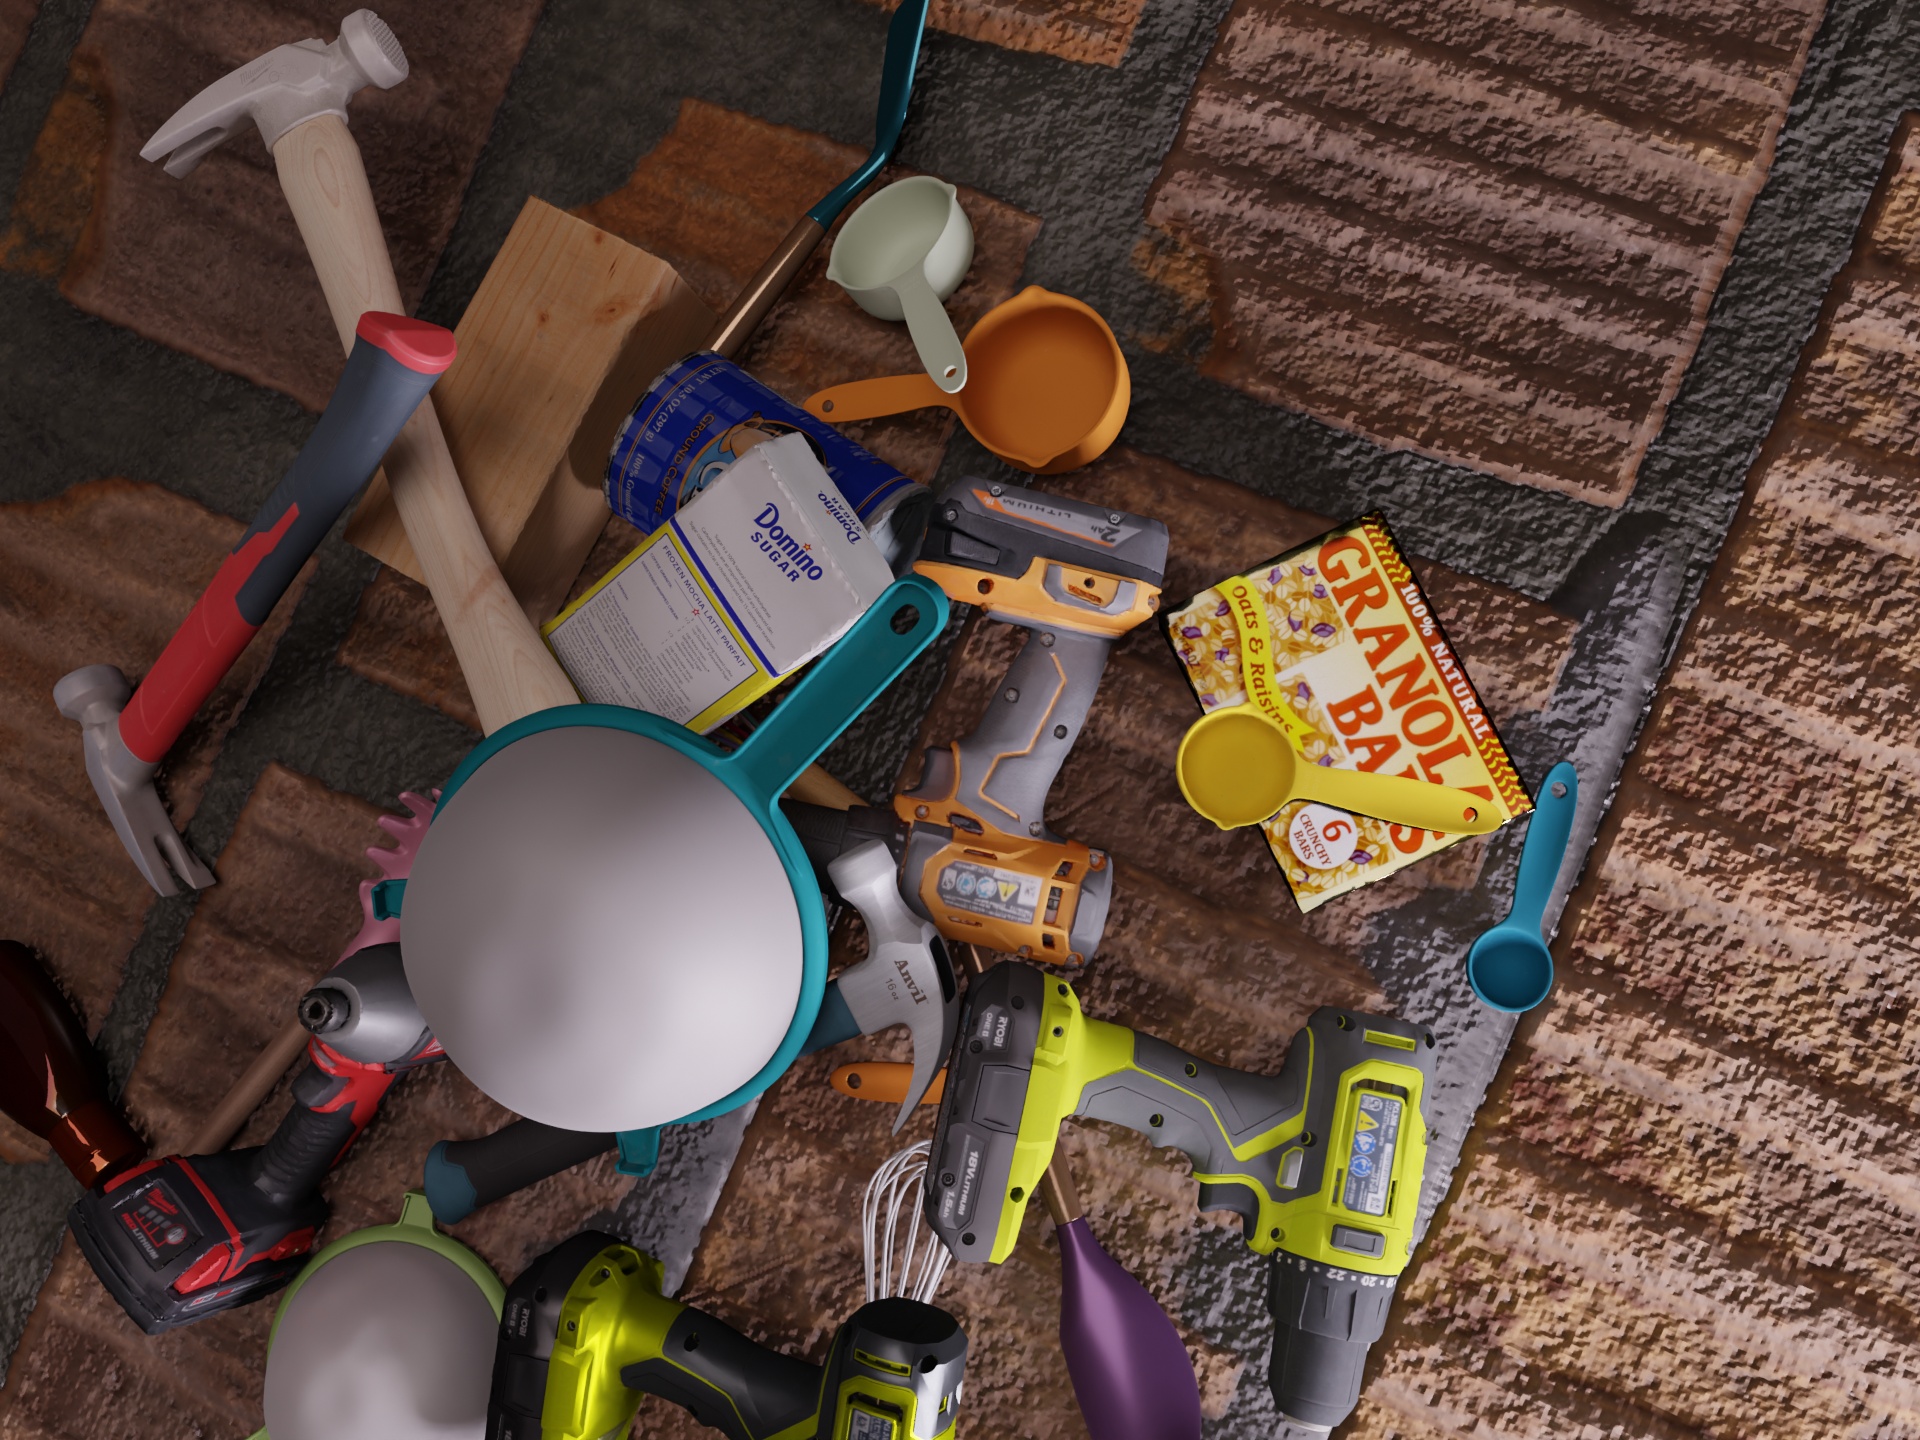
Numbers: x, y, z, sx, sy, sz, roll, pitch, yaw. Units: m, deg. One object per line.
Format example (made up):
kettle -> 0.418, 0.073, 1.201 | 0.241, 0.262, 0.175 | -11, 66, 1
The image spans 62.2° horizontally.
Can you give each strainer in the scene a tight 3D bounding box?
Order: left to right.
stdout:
strainer -> -0.353, 0.375, 0.833 | 0.256, 0.069, 0.151 | -33, 79, 3
strainer -> -0.131, 0.064, 0.687 | 0.211, 0.095, 0.340 | 46, 115, 1

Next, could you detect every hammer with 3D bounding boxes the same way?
hammer -> -0.354, -0.056, 0.808 | 0.386, 0.038, 0.143 | -39, 77, 33
hammer -> -0.292, -0.155, 0.806 | 0.146, 0.038, 0.411 | -24, 80, 9
hammer -> -0.144, 0.181, 0.795 | 0.331, 0.033, 0.128 | -27, 92, 21

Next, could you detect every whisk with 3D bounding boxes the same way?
whisk -> -0.116, 0.011, 0.846 | 0.245, 0.047, 0.051 | 37, 90, 8
whisk -> -0.039, 0.331, 0.799 | 0.058, 0.059, 0.246 | 11, 90, 48

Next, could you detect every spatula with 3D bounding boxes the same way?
spatula -> -0.103, -0.254, 0.857 | 0.044, 0.082, 0.317 | 37, 88, -20
spatula -> 0.048, 0.227, 0.805 | 0.060, 0.018, 0.316 | -21, 81, 1

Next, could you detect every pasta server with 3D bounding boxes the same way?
pasta server -> -0.368, 0.169, 0.875 | 0.060, 0.040, 0.316 | 41, 93, 24

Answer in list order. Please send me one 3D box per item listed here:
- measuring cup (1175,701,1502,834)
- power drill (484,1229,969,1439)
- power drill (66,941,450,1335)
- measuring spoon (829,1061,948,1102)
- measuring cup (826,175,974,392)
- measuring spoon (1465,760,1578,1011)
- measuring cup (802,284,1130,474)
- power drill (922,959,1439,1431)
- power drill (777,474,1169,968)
measuring cup -> 0.179, 0.032, 0.764 | 0.156, 0.029, 0.062 | 12, 87, 1
power drill -> -0.114, 0.349, 0.768 | 0.223, 0.080, 0.171 | 10, 93, 21
power drill -> -0.337, 0.202, 0.814 | 0.079, 0.143, 0.219 | 45, 95, 15
measuring spoon -> -0.015, 0.187, 0.813 | 0.117, 0.011, 0.021 | -1, 88, 21
measuring cup -> -0.016, -0.215, 0.821 | 0.083, 0.038, 0.168 | -31, 51, 15
measuring spoon -> 0.279, 0.081, 0.784 | 0.042, 0.021, 0.129 | 20, 78, 0
measuring cup -> 0.005, -0.169, 0.842 | 0.173, 0.052, 0.095 | -4, 83, 18
power drill -> 0.102, 0.216, 0.749 | 0.228, 0.080, 0.190 | 13, 82, -2
power drill -> -0.001, -0.003, 0.790 | 0.185, 0.084, 0.226 | 13, 90, -4
